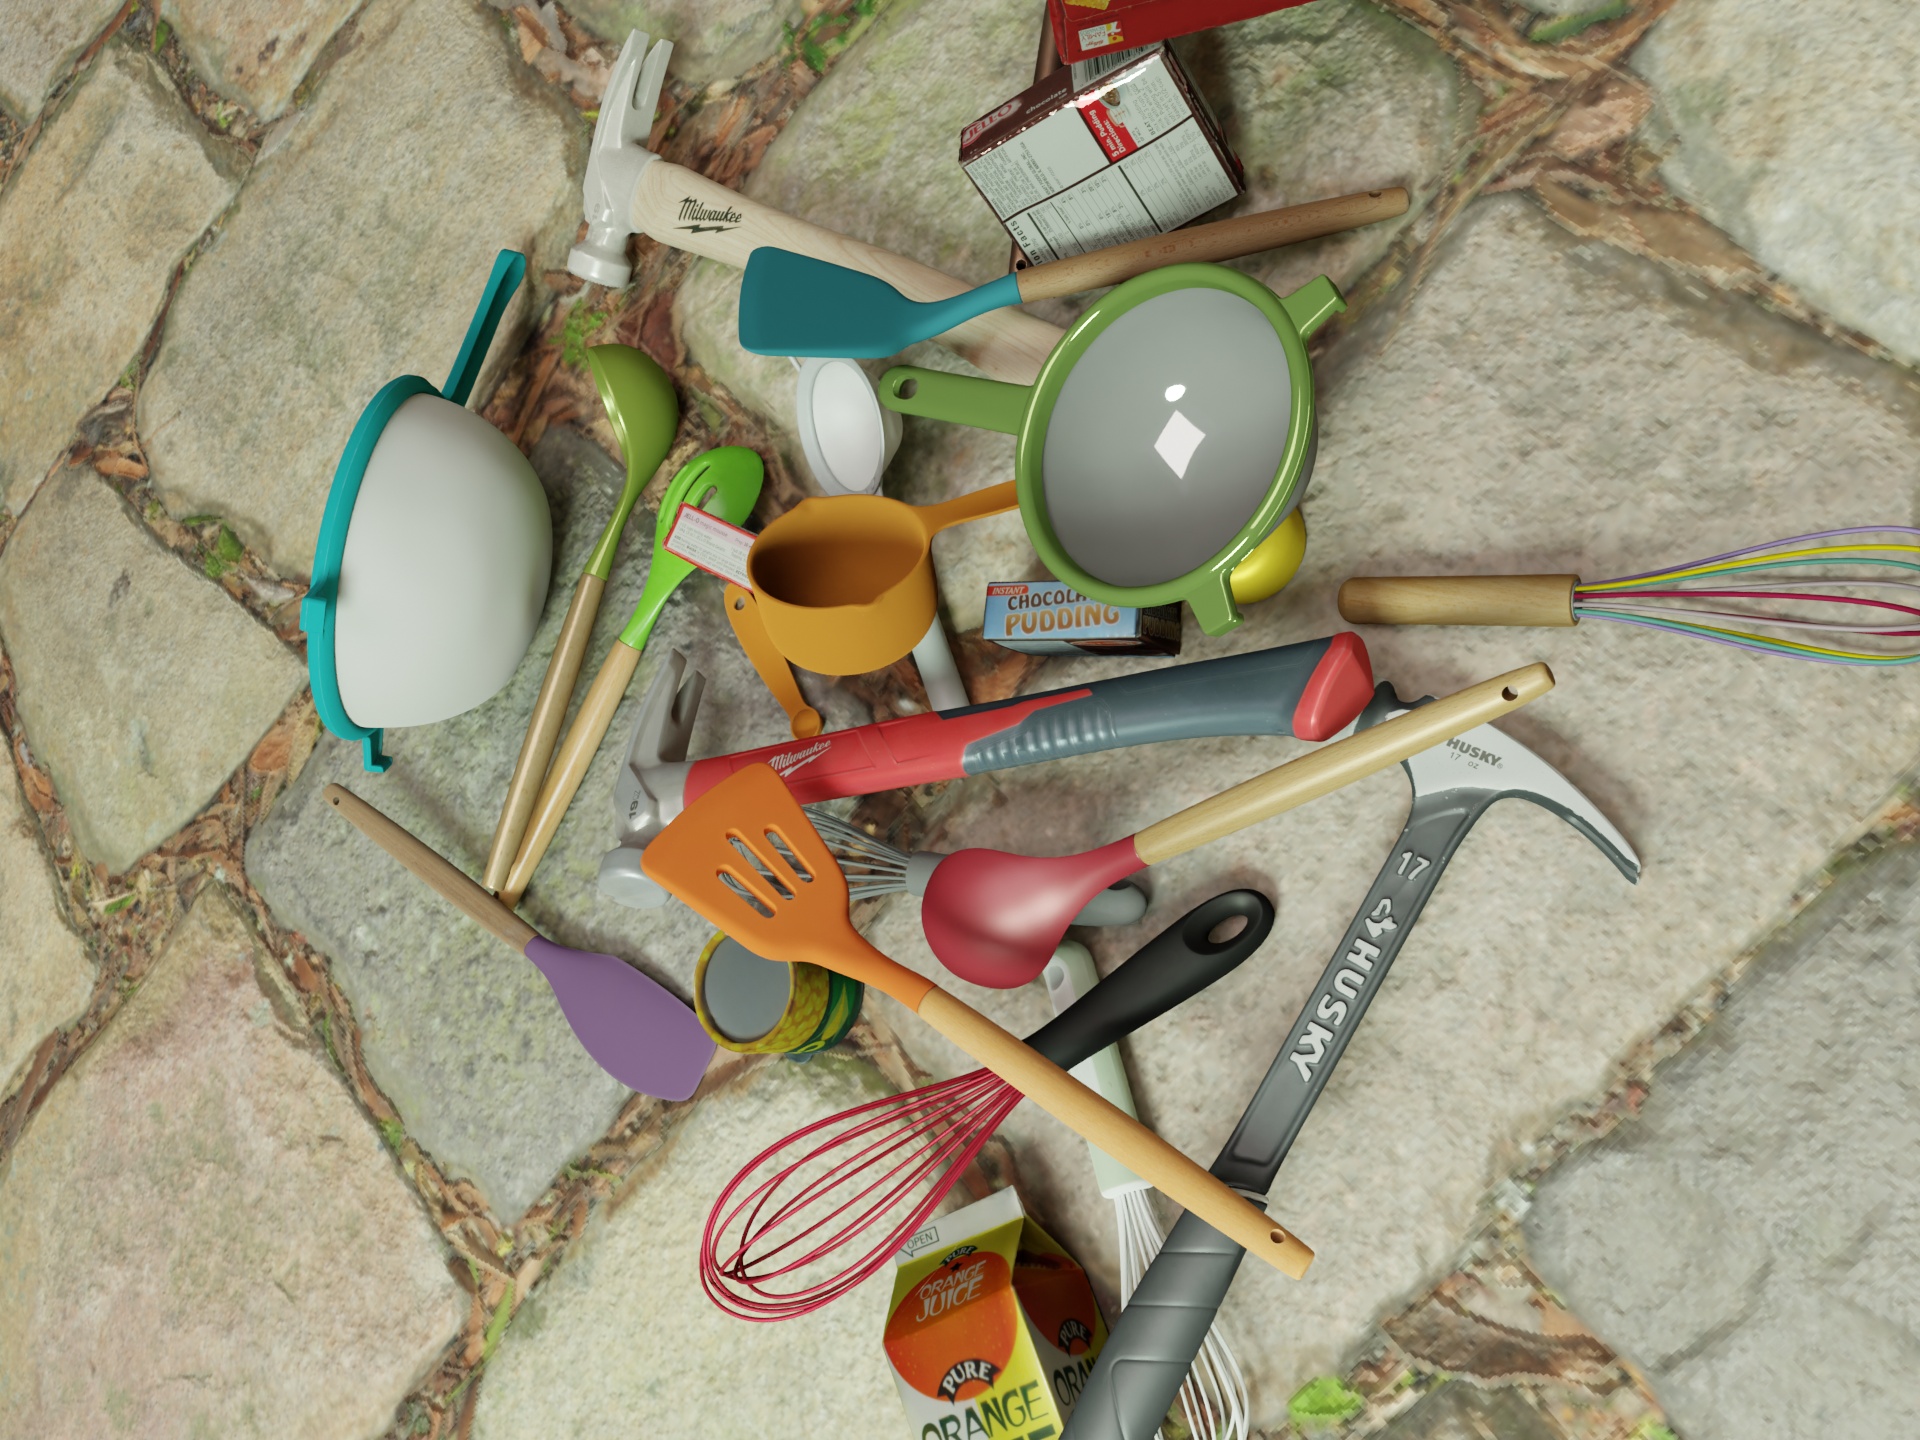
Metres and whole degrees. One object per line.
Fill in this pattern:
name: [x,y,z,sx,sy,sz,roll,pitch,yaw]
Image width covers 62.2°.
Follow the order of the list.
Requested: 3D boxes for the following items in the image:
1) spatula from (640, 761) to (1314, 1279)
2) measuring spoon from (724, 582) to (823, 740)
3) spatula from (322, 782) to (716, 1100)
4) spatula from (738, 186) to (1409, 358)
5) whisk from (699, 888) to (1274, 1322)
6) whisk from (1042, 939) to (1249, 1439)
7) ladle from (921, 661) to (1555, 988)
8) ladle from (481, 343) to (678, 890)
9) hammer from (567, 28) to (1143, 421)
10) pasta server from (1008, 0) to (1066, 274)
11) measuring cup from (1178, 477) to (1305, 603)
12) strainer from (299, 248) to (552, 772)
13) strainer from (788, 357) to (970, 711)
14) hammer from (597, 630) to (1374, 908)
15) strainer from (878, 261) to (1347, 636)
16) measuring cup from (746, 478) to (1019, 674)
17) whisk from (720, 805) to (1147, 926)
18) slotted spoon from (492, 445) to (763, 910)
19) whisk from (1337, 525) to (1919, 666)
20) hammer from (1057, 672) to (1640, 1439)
spatula: [0.005,0.124,0.659,0.323,0.041,0.081,31,53,26]
measuring spoon: [-0.103,-0.033,0.874,0.021,0.011,0.117,-42,59,17]
spatula: [-0.263,0.118,0.913,0.316,0.018,0.060,31,99,24]
spatula: [0.051,-0.220,0.759,0.317,0.044,0.082,-10,51,12]
whisk: [0.014,0.160,0.689,0.296,0.073,0.073,-33,63,-7]
whisk: [0.075,0.214,0.699,0.057,0.059,0.247,-43,54,47]
ladle: [0.099,0.046,0.670,0.315,0.031,0.069,-28,89,31]
ladle: [-0.230,-0.061,0.910,0.062,0.078,0.320,18,85,-11]
hammer: [-0.060,-0.253,0.863,0.411,0.038,0.146,30,112,29]
pasta server: [0.051,-0.379,0.838,0.060,0.040,0.316,7,85,11]
measuring cup: [0.090,-0.103,0.762,0.157,0.029,0.062,25,93,29]
strainer: [-0.278,-0.140,0.941,0.095,0.211,0.341,12,63,-3]
strainer: [-0.035,-0.095,0.828,0.087,0.050,0.259,-42,63,56]
hammer: [-0.001,-0.002,0.748,0.386,0.038,0.143,-11,52,27]
strainer: [0.065,-0.132,0.737,0.257,0.069,0.151,21,96,43]
measuring cup: [-0.015,-0.076,0.769,0.173,0.052,0.095,-19,44,-12]
whisk: [-0.021,0.075,0.783,0.239,0.055,0.055,5,82,27]
slotted spoon: [-0.201,-0.020,0.917,0.070,0.031,0.314,34,99,41]
whisk: [0.271,-0.044,0.641,0.245,0.047,0.051,3,69,35]
hammer: [0.122,0.177,0.637,0.149,0.036,0.409,26,81,29]
